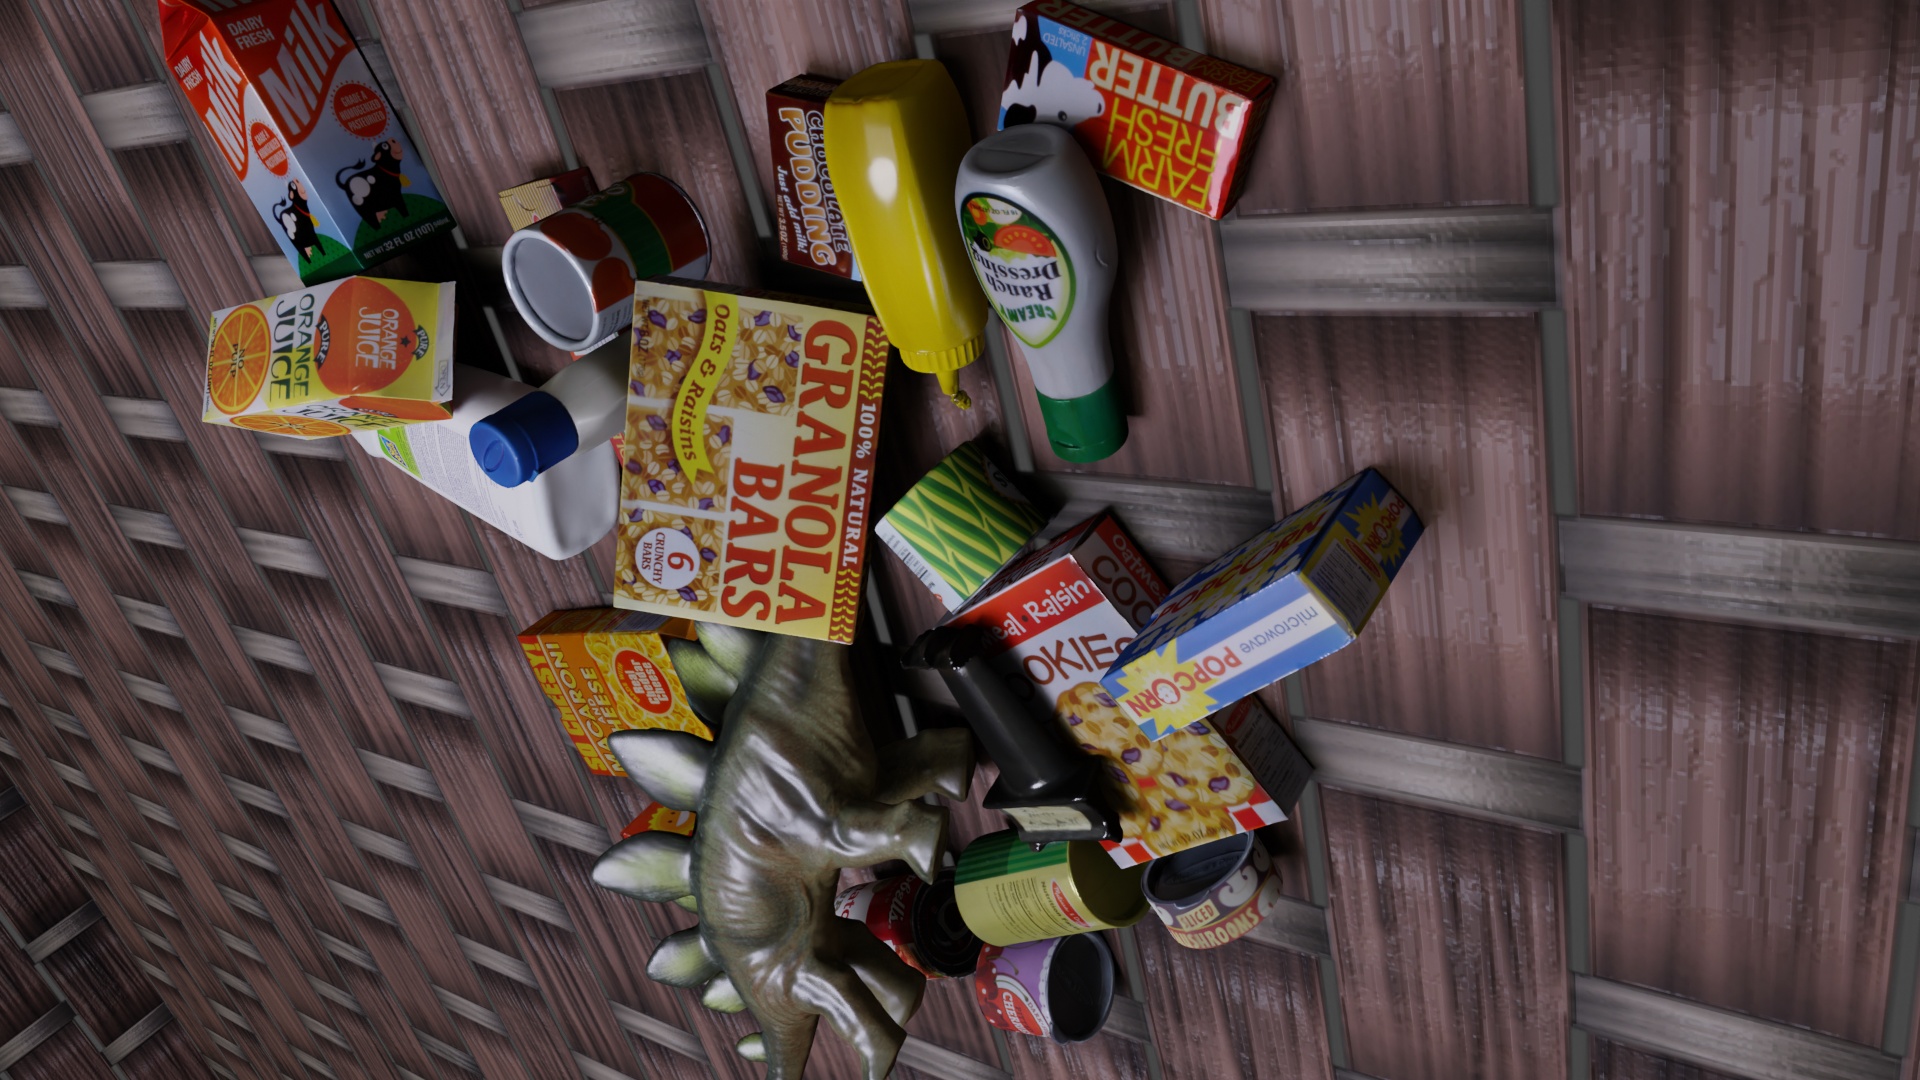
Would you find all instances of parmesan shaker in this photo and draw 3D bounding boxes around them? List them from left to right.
[{"bbox_3d":[0.051,0.188,0.786,0.102,0.072,0.071,-27,102,47],"label":"parmesan shaker"}]

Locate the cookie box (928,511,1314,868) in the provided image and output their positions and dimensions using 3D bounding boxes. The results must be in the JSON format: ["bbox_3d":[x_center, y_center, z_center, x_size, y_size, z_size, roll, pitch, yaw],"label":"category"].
[{"bbox_3d":[0.078,0.080,0.704,0.167,0.040,0.122,51,138,-6],"label":"cookie box"}]

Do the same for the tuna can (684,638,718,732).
[{"bbox_3d":[-0.137,0.085,0.857,0.071,0.071,0.032,44,138,3],"label":"tuna can"}]

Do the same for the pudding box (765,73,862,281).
[{"bbox_3d":[-0.058,-0.166,0.637,0.050,0.030,0.083,20,131,25],"label":"pudding box"}]

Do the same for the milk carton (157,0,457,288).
[{"bbox_3d":[-0.385,-0.248,0.804,0.073,0.073,0.190,-8,115,42],"label":"milk carton"}]

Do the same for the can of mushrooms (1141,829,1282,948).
[{"bbox_3d":[0.129,0.176,0.711,0.071,0.071,0.033,-20,109,45],"label":"can of mushrooms"}]

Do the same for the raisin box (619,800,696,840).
[{"bbox_3d":[-0.155,0.201,0.944,0.123,0.086,0.040,12,129,32],"label":"raisin box"}]

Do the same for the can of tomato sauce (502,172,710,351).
[{"bbox_3d":[-0.182,-0.144,0.711,0.071,0.083,0.070,21,131,25],"label":"can of tomato sauce"}]

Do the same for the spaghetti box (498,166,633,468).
[{"bbox_3d":[-0.189,-0.088,0.799,0.050,0.029,0.249,0,120,38],"label":"spaghetti box"}]

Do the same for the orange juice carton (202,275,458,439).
[{"bbox_3d":[-0.368,-0.109,0.838,0.192,0.073,0.072,-4,82,32],"label":"orange juice carton"}]

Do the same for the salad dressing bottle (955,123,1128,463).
[{"bbox_3d":[0.040,-0.098,0.581,0.064,0.044,0.147,16,143,35],"label":"salad dressing bottle"}]

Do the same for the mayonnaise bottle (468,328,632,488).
[{"bbox_3d":[-0.182,-0.077,0.714,0.041,0.149,0.064,49,137,-1],"label":"mayonnaise bottle"}]

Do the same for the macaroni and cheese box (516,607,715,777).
[{"bbox_3d":[-0.223,0.106,0.962,0.166,0.040,0.123,-5,116,40],"label":"macaroni and cheese box"}]

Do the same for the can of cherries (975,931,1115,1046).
[{"bbox_3d":[0.050,0.268,0.841,0.058,0.072,0.071,-9,115,42],"label":"can of cherries"}]

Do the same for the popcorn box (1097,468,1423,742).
[{"bbox_3d":[0.127,0.029,0.593,0.038,0.085,0.126,49,137,-3],"label":"popcorn box"}]

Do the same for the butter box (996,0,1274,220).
[{"bbox_3d":[0.066,-0.168,0.540,0.103,0.024,0.052,28,135,20],"label":"butter box"}]

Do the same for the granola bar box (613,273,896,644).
[{"bbox_3d":[-0.101,-0.040,0.685,0.124,0.039,0.165,9,108,1],"label":"granola bar box"}]

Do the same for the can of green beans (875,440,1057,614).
[{"bbox_3d":[0.001,-0.007,0.681,0.058,0.071,0.071,47,137,1],"label":"can of green beans"}]

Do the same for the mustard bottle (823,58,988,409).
[{"bbox_3d":[-0.017,-0.125,0.611,0.049,0.066,0.159,8,128,27],"label":"mustard bottle"}]
